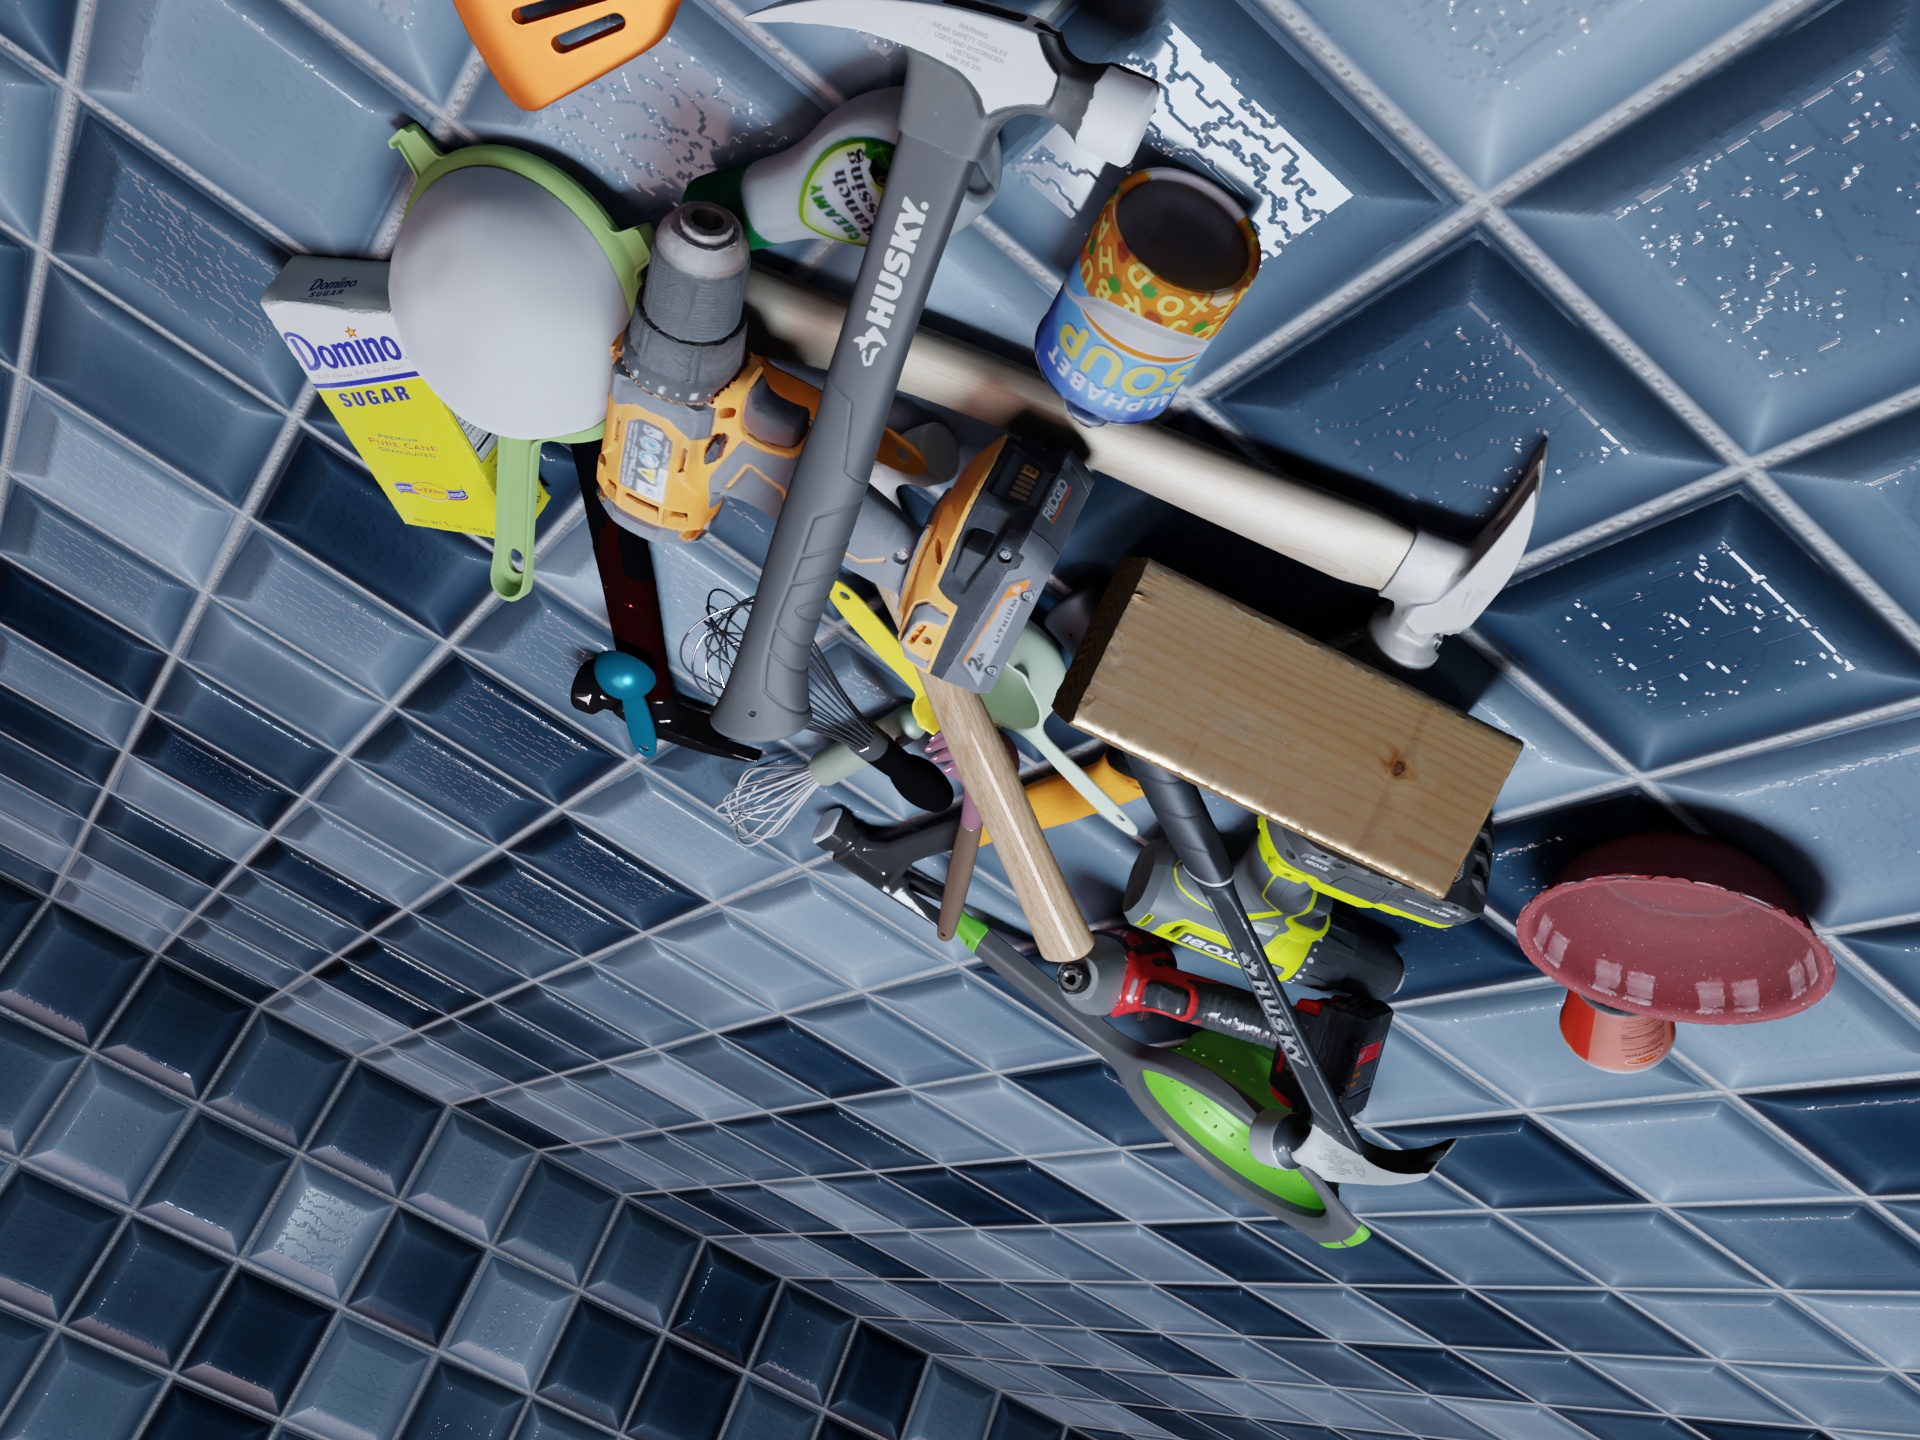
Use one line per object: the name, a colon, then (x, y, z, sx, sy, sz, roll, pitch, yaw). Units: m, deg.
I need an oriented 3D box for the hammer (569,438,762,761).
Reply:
hammer: (-0.193, -0.095, 0.976, 0.143, 0.038, 0.386, 18, 149, 6)

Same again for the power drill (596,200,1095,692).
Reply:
power drill: (-0.057, -0.124, 0.729, 0.226, 0.084, 0.185, 26, 143, 1)

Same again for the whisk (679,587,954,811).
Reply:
whisk: (-0.071, -0.001, 0.959, 0.070, 0.070, 0.284, 3, 159, 30)

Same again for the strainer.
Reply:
strainer: (-0.237, -0.154, 0.799, 0.151, 0.069, 0.256, 26, 131, 12)

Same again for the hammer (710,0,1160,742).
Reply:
hammer: (-0.050, -0.125, 0.649, 0.146, 0.035, 0.334, 24, 124, 1)

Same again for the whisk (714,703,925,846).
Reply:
whisk: (-0.100, 0.036, 1.118, 0.057, 0.059, 0.246, 12, 154, -35)

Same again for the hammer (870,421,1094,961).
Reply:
hammer: (-0.001, -0.003, 0.891, 0.130, 0.031, 0.331, -6, 117, 40)

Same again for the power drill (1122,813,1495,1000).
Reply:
power drill: (0.226, 0.106, 0.981, 0.190, 0.080, 0.228, 22, 152, -6)

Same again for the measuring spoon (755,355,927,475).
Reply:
measuring spoon: (-0.064, -0.156, 0.796, 0.117, 0.011, 0.021, 33, 135, 10)

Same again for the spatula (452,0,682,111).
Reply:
spatula: (-0.046, -0.276, 0.591, 0.323, 0.041, 0.080, 7, 146, 23)

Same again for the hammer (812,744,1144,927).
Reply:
hammer: (0.031, 0.074, 1.099, 0.127, 0.034, 0.337, 37, 147, -21)

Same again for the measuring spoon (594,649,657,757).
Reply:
measuring spoon: (-0.225, -0.003, 1.082, 0.042, 0.021, 0.128, 15, 148, 8)

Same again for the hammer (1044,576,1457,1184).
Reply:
hammer: (0.152, 0.102, 0.908, 0.149, 0.036, 0.408, -5, 117, 56)

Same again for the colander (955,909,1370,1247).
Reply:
colander: (0.167, 0.247, 1.248, 0.397, 0.094, 0.204, 38, 160, 10)

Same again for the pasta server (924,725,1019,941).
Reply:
pasta server: (0.000, 0.085, 1.069, 0.060, 0.040, 0.316, 33, 151, 13)

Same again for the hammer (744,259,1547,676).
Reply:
hammer: (0.058, -0.142, 0.737, 0.410, 0.038, 0.146, 22, 148, 2)

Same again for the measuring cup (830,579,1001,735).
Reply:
measuring cup: (-0.027, -0.041, 0.966, 0.062, 0.029, 0.156, -9, 135, 42)

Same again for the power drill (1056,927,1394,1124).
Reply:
power drill: (0.174, 0.201, 1.100, 0.220, 0.078, 0.143, 17, -178, 27)

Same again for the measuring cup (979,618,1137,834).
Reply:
measuring cup: (0.057, -0.001, 0.927, 0.167, 0.038, 0.083, 46, 157, -15)
